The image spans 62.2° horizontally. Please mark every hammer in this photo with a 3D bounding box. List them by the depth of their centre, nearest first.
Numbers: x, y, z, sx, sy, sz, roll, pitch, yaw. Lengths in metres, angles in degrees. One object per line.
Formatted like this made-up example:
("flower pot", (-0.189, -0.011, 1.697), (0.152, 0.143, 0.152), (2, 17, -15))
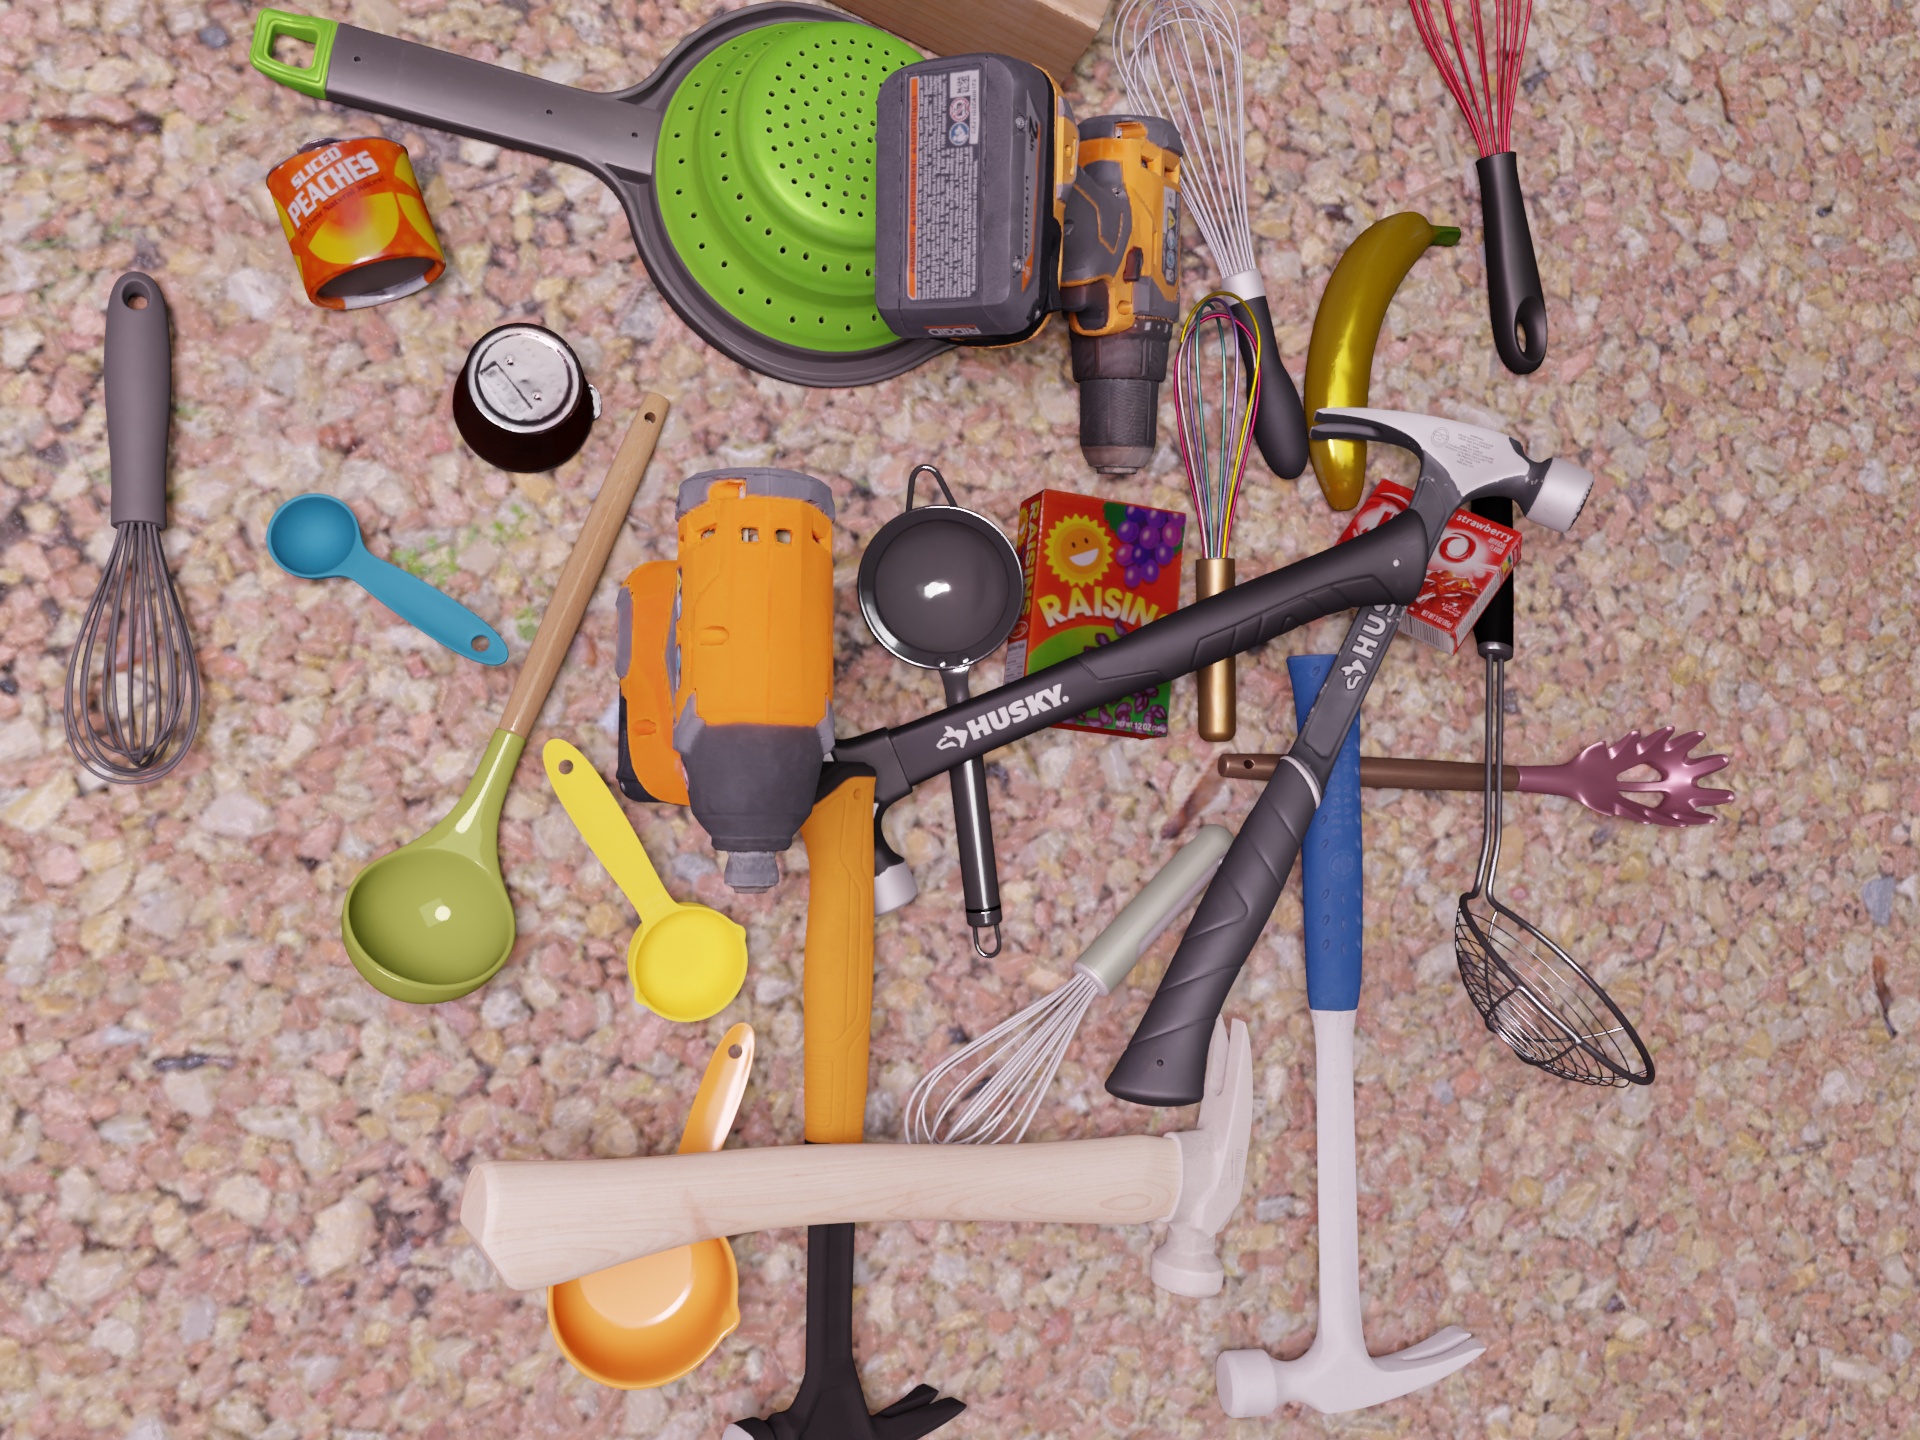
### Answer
("hammer", (-0.022, 0.205, 0.737), (0.410, 0.038, 0.146), (9, 89, -35))
("hammer", (-0.053, 0.188, 0.764), (0.127, 0.034, 0.337), (0, 90, -41))
("hammer", (0.076, -0.031, 0.794), (0.335, 0.035, 0.146), (-23, 98, 0))
("hammer", (0.178, 0.012, 0.816), (0.149, 0.036, 0.409), (26, 75, 13))
("hammer", (0.208, 0.167, 0.864), (0.144, 0.035, 0.405), (0, 89, -10))

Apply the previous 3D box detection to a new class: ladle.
("ladle", (-0.204, -0.019, 0.763), (0.078, 0.062, 0.320), (24, 77, -16))

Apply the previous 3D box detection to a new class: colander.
("colander", (-0.140, -0.294, 0.780), (0.397, 0.094, 0.204), (10, 83, -16))

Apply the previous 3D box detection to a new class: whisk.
("whisk", (-0.378, -0.090, 0.724), (0.055, 0.055, 0.239), (-1, 82, -17))
("whisk", (0.064, 0.142, 0.835), (0.059, 0.057, 0.246), (39, 70, 21))
("whisk", (0.141, -0.110, 0.867), (0.047, 0.051, 0.245), (0, 94, 15))
("whisk", (0.150, -0.273, 0.887), (0.070, 0.070, 0.284), (-19, 96, -17))
("whisk", (0.313, -0.353, 0.942), (0.073, 0.073, 0.296), (-12, 96, -17))

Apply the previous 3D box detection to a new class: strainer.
("strainer", (-0.001, -0.003, 0.830), (0.087, 0.050, 0.258), (-6, 94, 7))

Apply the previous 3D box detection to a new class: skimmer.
("skimmer", (0.319, 0.014, 0.866), (0.127, 0.090, 0.363), (22, 66, -40))

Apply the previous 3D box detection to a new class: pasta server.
("pasta server", (0.299, 0.031, 0.916), (0.316, 0.040, 0.060), (3, 75, -15))

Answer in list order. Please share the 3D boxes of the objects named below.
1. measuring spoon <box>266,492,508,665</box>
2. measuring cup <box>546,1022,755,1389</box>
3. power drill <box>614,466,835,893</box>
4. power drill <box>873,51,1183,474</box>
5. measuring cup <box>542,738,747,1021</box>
("measuring spoon", (-0.268, -0.061, 0.754), (0.128, 0.021, 0.042), (33, 75, 0))
("measuring cup", (-0.139, 0.227, 0.766), (0.095, 0.052, 0.174), (23, 78, -14))
("power drill", (-0.104, -0.009, 0.701), (0.084, 0.226, 0.164), (1, 86, -16))
("power drill", (0.047, -0.217, 0.786), (0.226, 0.084, 0.185), (-13, 106, -60))
("measuring cup", (-0.159, 0.075, 0.772), (0.062, 0.029, 0.156), (-33, 103, -17))
